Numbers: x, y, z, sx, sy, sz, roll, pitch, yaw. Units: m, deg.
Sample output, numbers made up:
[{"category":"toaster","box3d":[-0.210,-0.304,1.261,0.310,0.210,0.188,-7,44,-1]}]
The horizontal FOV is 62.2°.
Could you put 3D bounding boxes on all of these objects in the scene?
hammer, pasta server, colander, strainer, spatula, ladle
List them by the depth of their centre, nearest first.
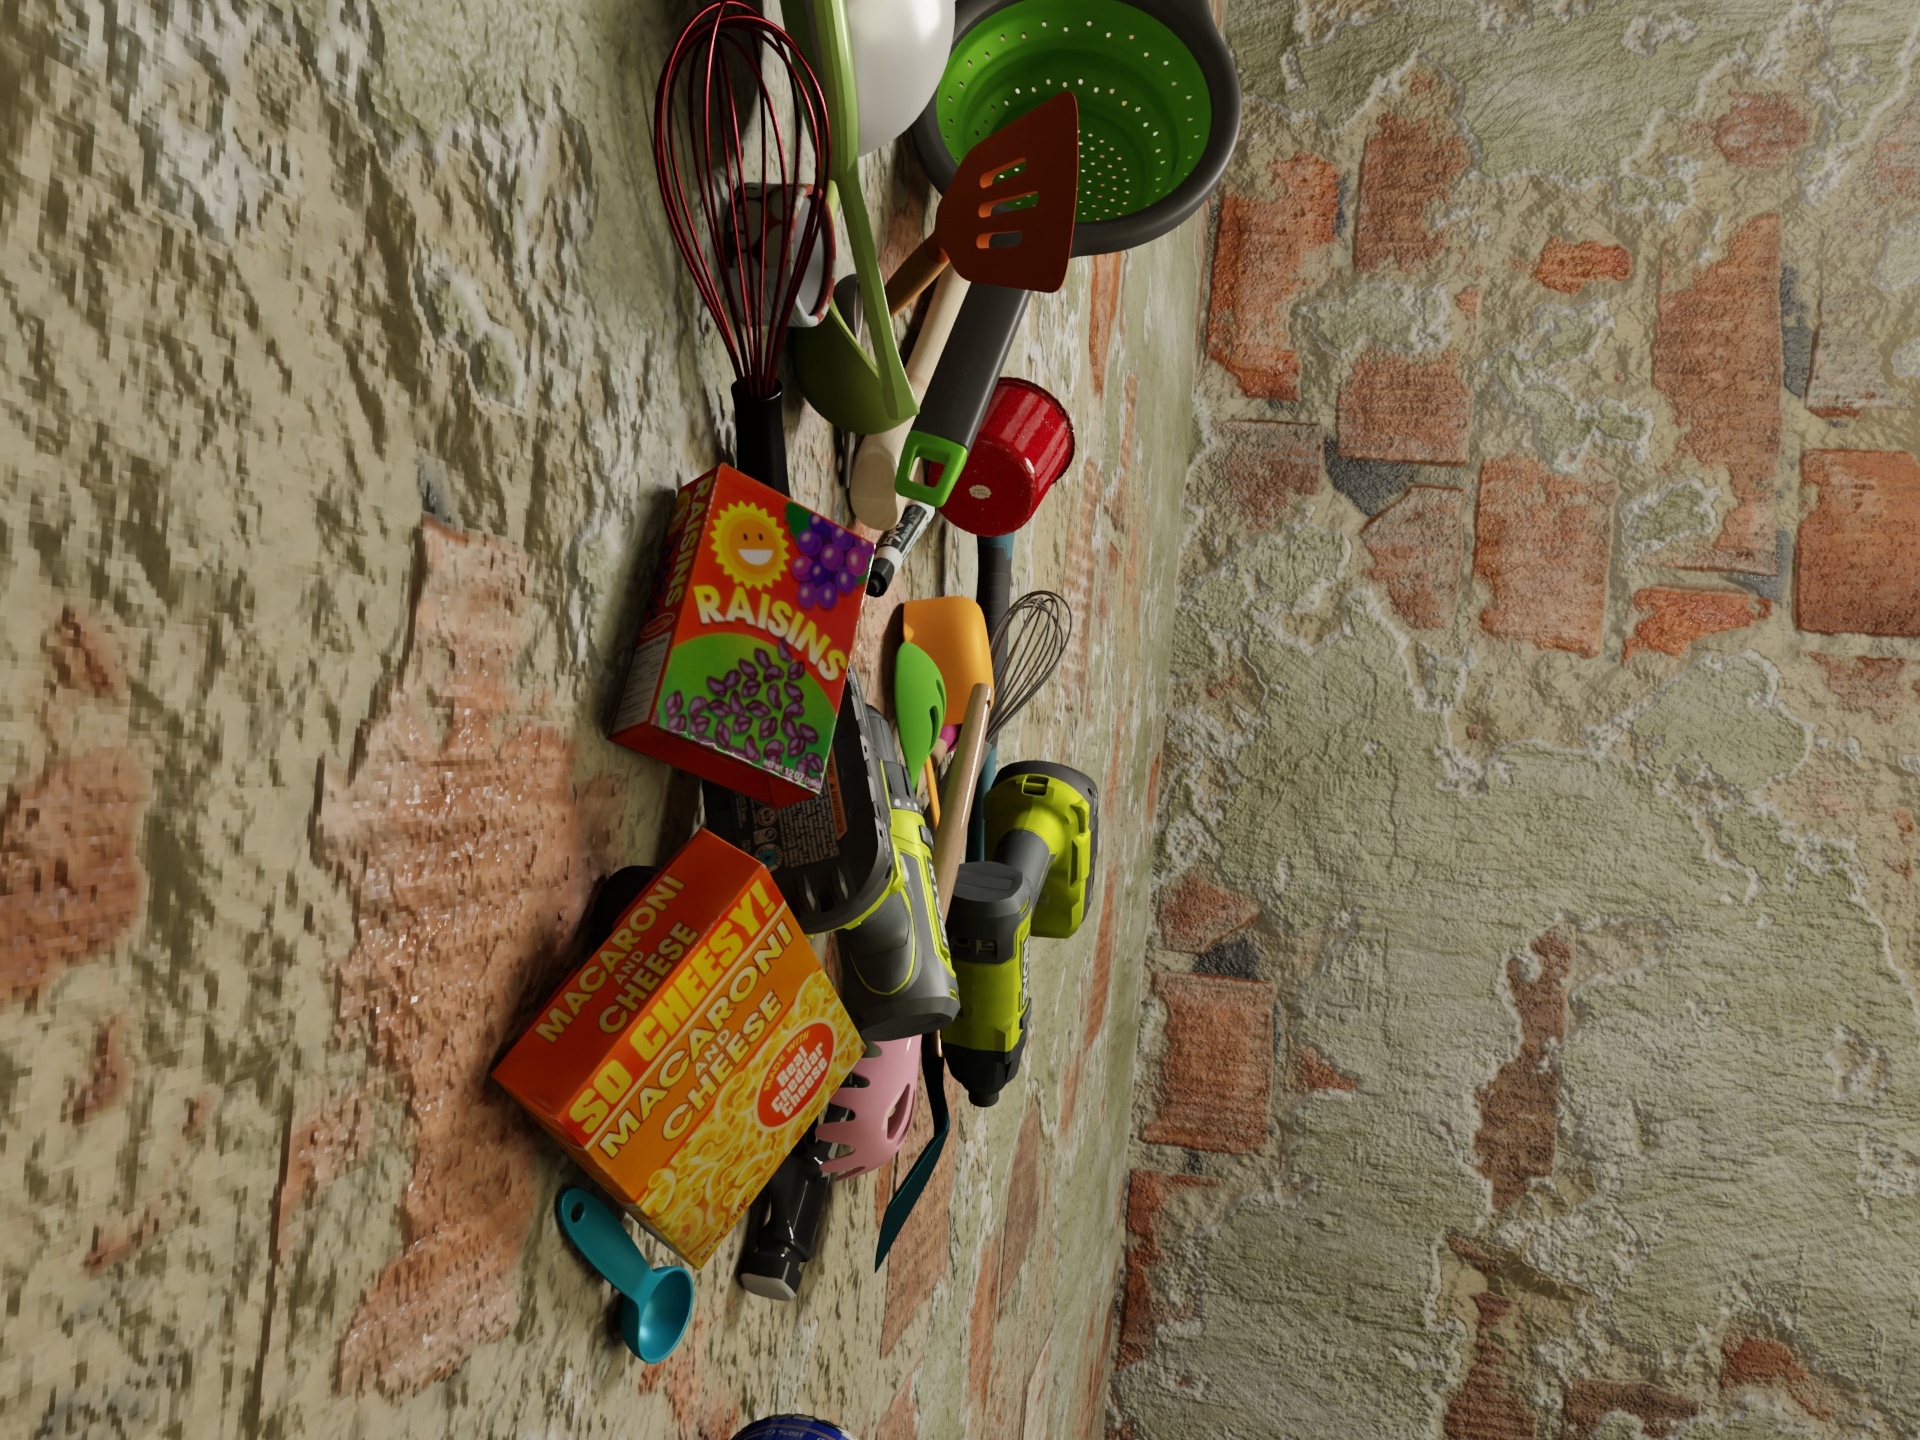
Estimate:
[{"category":"strainer","box3d":[-0.029,-0.265,0.696,0.151,0.069,0.256,-126,-157,-74]},{"category":"hammer","box3d":[-0.111,0.167,0.780,0.336,0.034,0.127,78,22,-51]},{"category":"spatula","box3d":[-0.006,-0.229,0.792,0.323,0.041,0.081,-156,-111,-77]},{"category":"ladle","box3d":[-0.054,-0.307,0.802,0.078,0.062,0.320,-72,162,-83]},{"category":"pasta server","box3d":[-0.024,0.114,0.938,0.060,0.040,0.316,58,38,-53]},{"category":"colander","box3d":[0.042,-0.295,0.992,0.094,0.204,0.397,92,18,-74]},{"category":"hammer","box3d":[-0.005,-0.271,1.069,0.146,0.038,0.411,82,19,-49]},{"category":"spatula","box3d":[-0.029,0.207,1.072,0.082,0.044,0.318,98,-6,-47]},{"category":"hammer","box3d":[0.019,0.006,1.200,0.128,0.033,0.331,-49,144,-69]}]

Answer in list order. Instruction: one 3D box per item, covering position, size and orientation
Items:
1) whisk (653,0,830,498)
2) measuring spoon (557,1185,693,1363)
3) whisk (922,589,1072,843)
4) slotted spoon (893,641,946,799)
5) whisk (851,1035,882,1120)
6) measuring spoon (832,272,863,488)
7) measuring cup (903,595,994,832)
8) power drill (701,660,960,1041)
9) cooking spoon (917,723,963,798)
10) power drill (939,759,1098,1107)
[{"category":"whisk","box3d":[-0.090,-0.164,0.701,0.073,0.073,0.295,-70,167,-47]},{"category":"measuring spoon","box3d":[-0.151,0.234,0.685,0.042,0.021,0.128,-62,147,-37]},{"category":"whisk","box3d":[0.015,0.016,1.125,0.239,0.055,0.055,-65,166,-1]},{"category":"slotted spoon","box3d":[-0.035,0.087,1.018,0.070,0.031,0.313,-74,172,-53]},{"category":"whisk","box3d":[-0.057,0.174,1.006,0.058,0.059,0.246,-18,123,-35]},{"category":"measuring spoon","box3d":[-0.067,-0.189,0.891,0.034,0.018,0.124,-81,177,-60]},{"category":"measuring cup","box3d":[-0.002,-0.003,1.050,0.095,0.052,0.174,73,9,-62]},{"category":"power drill","box3d":[-0.061,0.050,0.814,0.228,0.080,0.191,63,14,-66]},{"category":"cooking spoon","box3d":[-0.023,0.029,1.142,0.319,0.017,0.068,-56,151,-65]},{"category":"power drill","box3d":[0.035,0.139,1.086,0.223,0.080,0.171,-59,153,-60]}]
